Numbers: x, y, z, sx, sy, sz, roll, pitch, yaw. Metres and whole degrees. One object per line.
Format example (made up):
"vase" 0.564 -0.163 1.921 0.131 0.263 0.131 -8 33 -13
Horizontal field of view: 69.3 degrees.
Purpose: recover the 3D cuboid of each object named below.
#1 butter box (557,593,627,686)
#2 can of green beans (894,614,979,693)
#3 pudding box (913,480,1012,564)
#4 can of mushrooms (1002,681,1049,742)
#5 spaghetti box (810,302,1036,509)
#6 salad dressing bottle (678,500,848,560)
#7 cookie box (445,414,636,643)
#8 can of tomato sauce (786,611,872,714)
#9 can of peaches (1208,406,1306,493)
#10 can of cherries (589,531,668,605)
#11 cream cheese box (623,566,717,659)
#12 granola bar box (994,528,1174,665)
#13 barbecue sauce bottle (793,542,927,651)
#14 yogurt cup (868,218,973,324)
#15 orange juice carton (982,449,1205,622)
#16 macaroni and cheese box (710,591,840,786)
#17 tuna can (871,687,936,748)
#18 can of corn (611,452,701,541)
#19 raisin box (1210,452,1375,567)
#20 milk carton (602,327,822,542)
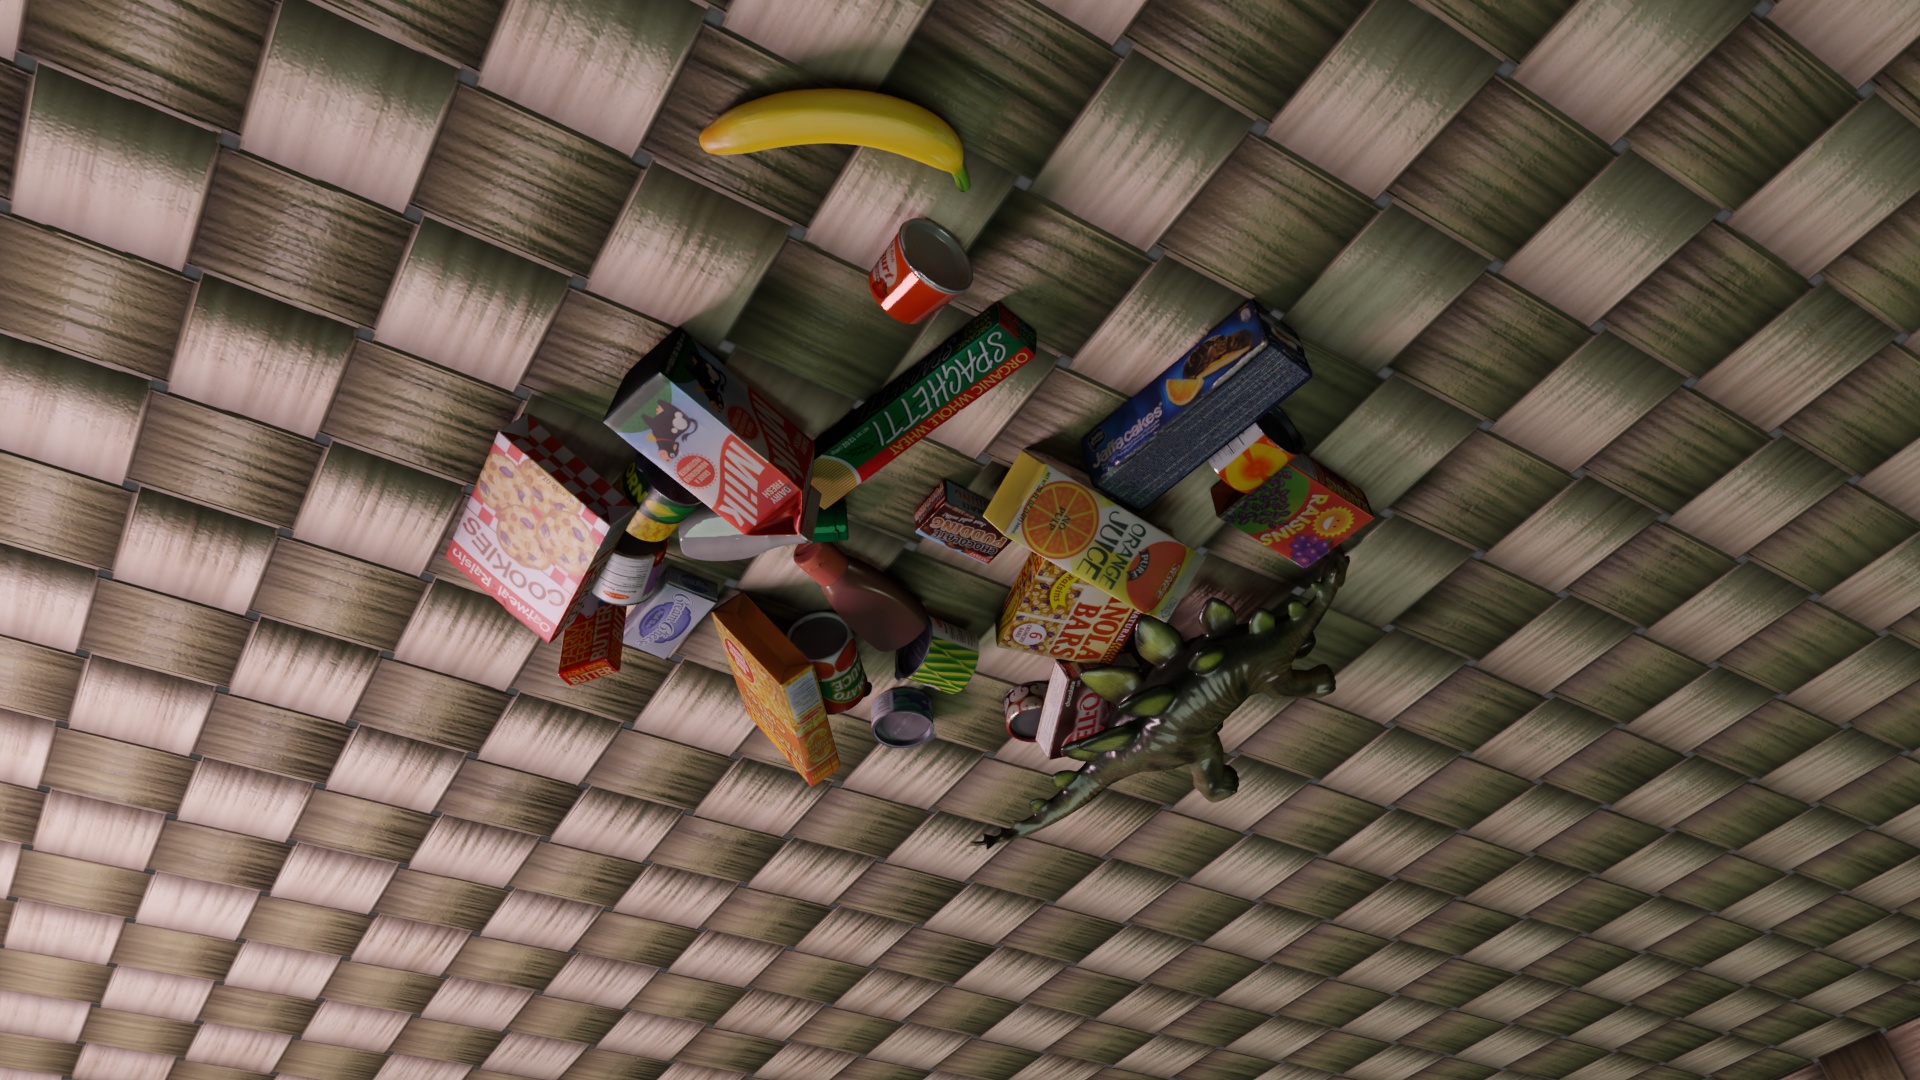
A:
"butter box" -0.337 0.082 1.277 0.053 0.104 0.024 -18 135 11
"can of green beans" -0.023 0.112 1.367 0.058 0.071 0.071 23 129 -27
"pudding box" 0.005 -0.016 1.263 0.083 0.030 0.049 25 129 -28
"can of mushrooms" 0.078 0.184 1.475 0.071 0.034 0.070 -3 136 -3
"spaghetti box" -0.045 -0.109 1.163 0.249 0.029 0.050 -34 130 26
"salad dressing bottle" -0.175 -0.013 1.239 0.148 0.044 0.064 -3 134 -4
"cookie box" -0.362 -0.006 1.188 0.123 0.040 0.166 40 127 2
"can of tomato sauce" -0.129 0.120 1.363 0.071 0.071 0.082 -8 135 3
"can of peaches" 0.252 -0.082 1.193 0.071 0.071 0.057 26 128 -28
"can of cherries" -0.299 0.013 1.237 0.071 0.072 0.058 12 127 -17
"cream cheese box" -0.280 0.070 1.327 0.053 0.024 0.103 25 128 -28
"granola bar box" 0.118 0.049 1.335 0.124 0.039 0.164 10 134 -16
"barbecue sauce bottle" -0.097 0.048 1.309 0.064 0.044 0.148 -29 131 21
"yogurt cup" -0.032 -0.200 1.046 0.072 0.073 0.053 26 136 -28
"orange juice carton" 0.124 0.001 1.222 0.192 0.073 0.071 29 95 -18
"macaroni and cheese box" -0.176 0.146 1.347 0.040 0.124 0.165 -33 141 -22
"tuna can" -0.059 0.188 1.465 0.071 0.033 0.070 -3 136 -3
"can of corn" -0.260 -0.042 1.183 0.071 0.071 0.058 28 128 -29
"raisin box" 0.303 -0.033 1.269 0.123 0.040 0.085 27 127 -30
"milk carton" -0.186 -0.075 1.129 0.073 0.073 0.190 -35 118 27
